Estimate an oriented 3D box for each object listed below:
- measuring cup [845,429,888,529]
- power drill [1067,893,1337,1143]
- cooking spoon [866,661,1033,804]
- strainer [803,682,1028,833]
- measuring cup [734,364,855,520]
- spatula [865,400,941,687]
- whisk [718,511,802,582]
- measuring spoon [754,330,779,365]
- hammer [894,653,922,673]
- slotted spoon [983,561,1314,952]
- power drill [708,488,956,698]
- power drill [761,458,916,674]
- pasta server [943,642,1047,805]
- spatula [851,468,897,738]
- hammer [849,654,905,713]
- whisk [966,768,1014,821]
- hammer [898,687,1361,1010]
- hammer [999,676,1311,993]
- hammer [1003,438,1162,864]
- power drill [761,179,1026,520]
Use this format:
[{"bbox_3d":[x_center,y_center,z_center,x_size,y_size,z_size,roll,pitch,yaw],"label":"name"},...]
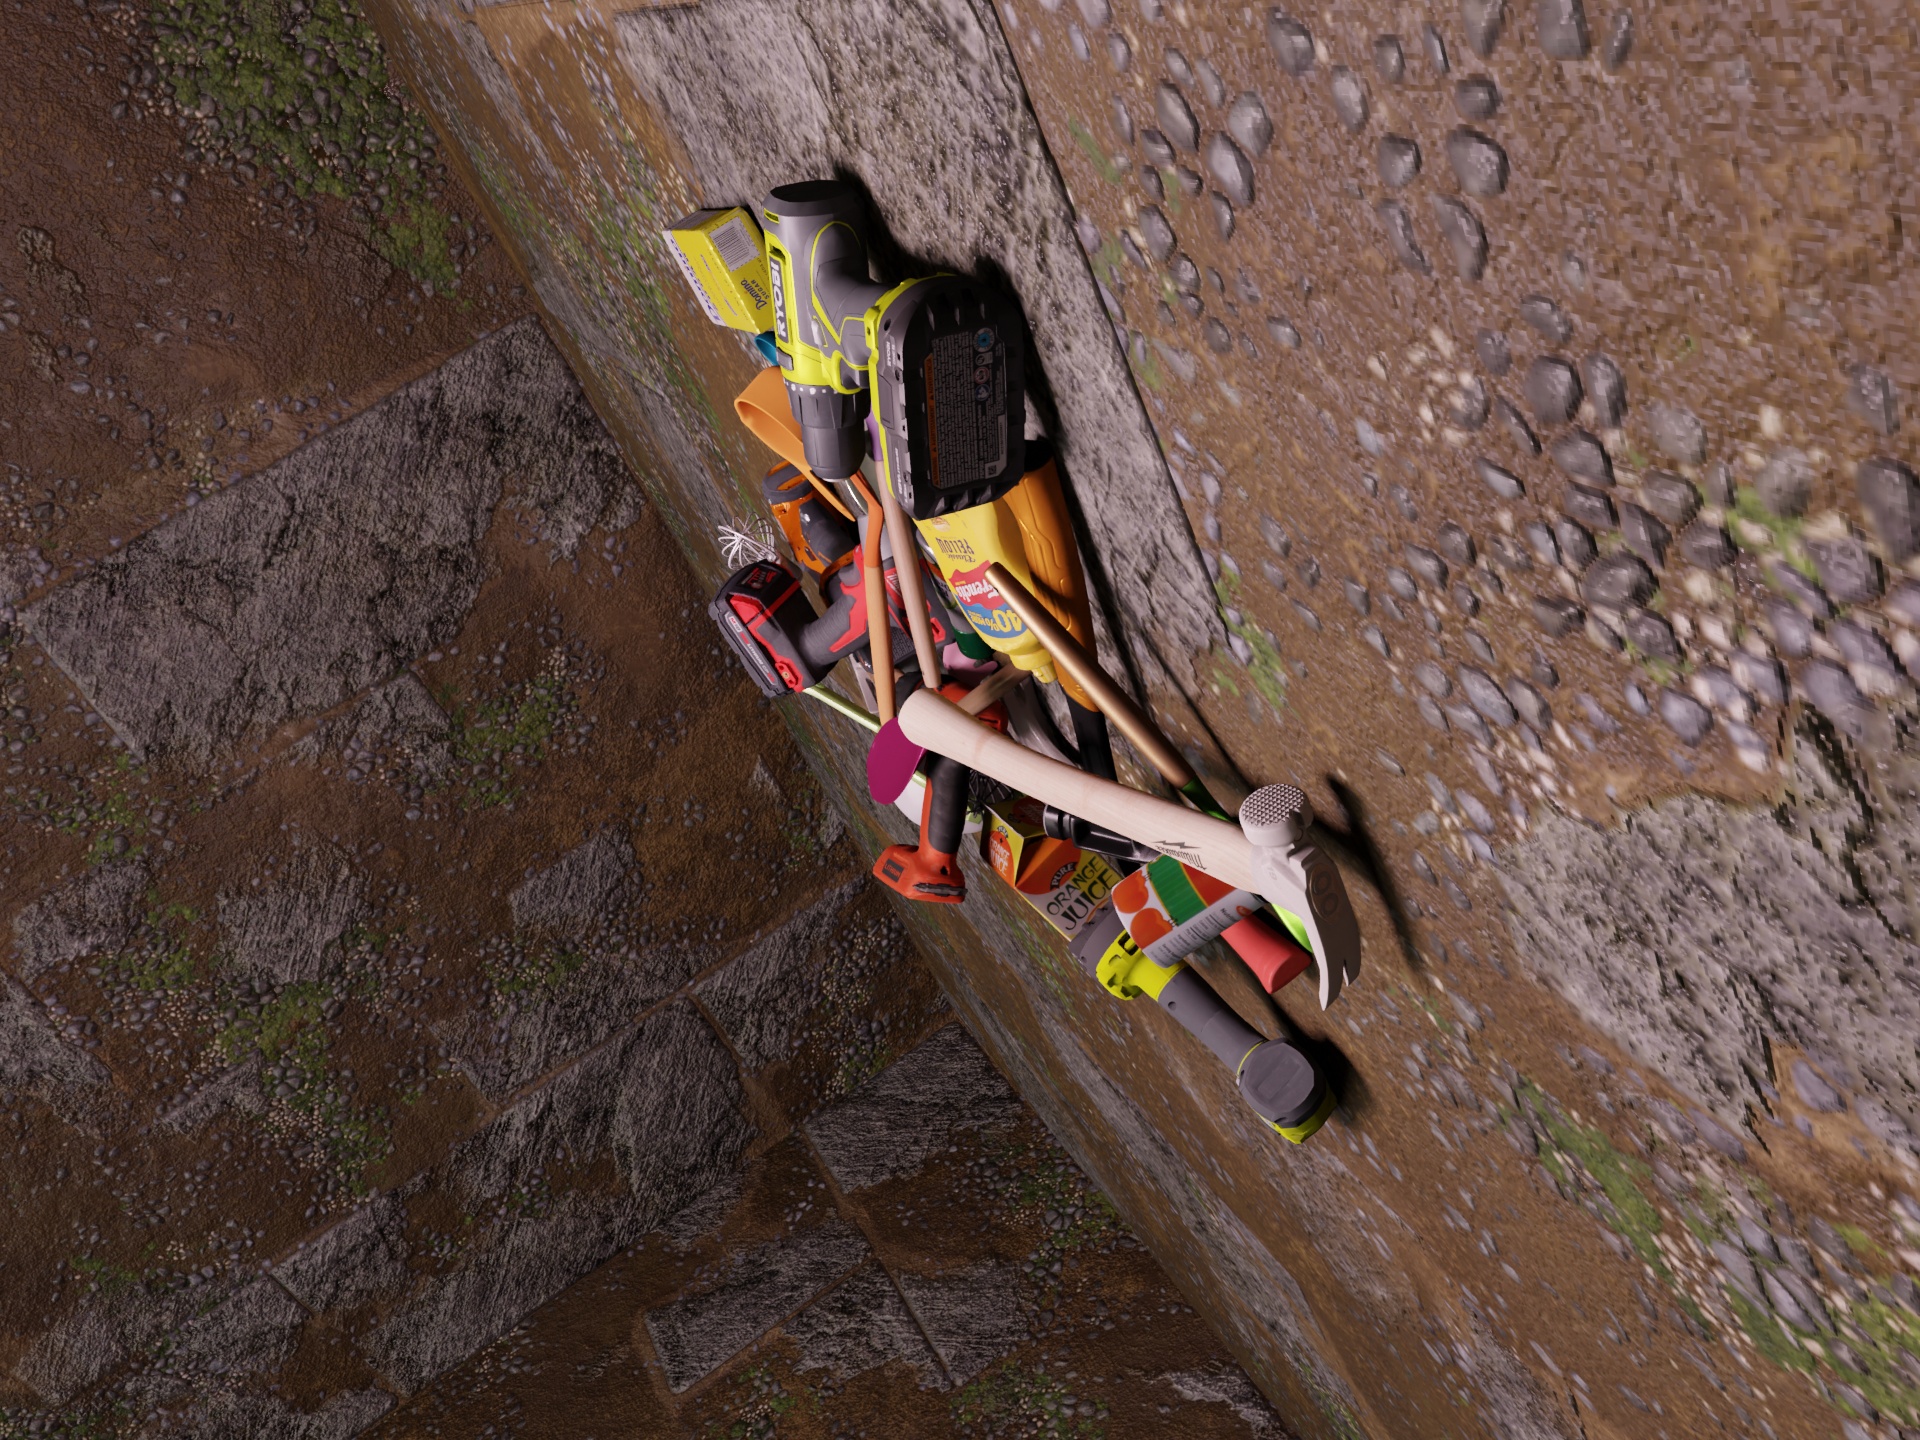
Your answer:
[{"bbox_3d":[-0.041,-0.195,1.212,0.083,0.038,0.167,61,157,-10],"label":"measuring cup"},{"bbox_3d":[0.198,0.238,1.255,0.223,0.080,0.171,42,176,27],"label":"power drill"},{"bbox_3d":[-0.002,-0.004,1.262,0.319,0.017,0.069,-36,58,53],"label":"cooking spoon"},{"bbox_3d":[-0.065,0.042,1.550,0.256,0.069,0.151,30,-162,15],"label":"strainer"},{"bbox_3d":[-0.125,-0.243,1.399,0.095,0.052,0.173,29,168,41],"label":"measuring cup"},{"bbox_3d":[-0.052,-0.171,1.183,0.060,0.018,0.315,-138,33,-64],"label":"spatula"},{"bbox_3d":[-0.190,-0.161,1.577,0.059,0.058,0.246,25,179,7],"label":"whisk"},{"bbox_3d":[-0.145,-0.304,1.405,0.042,0.021,0.128,35,170,25],"label":"measuring spoon"},{"bbox_3d":[0.036,0.068,1.646,0.335,0.035,0.146,52,168,24],"label":"hammer"},{"bbox_3d":[0.125,0.019,0.988,0.314,0.031,0.070,47,169,1],"label":"slotted spoon"},{"bbox_3d":[-0.104,-0.108,1.367,0.219,0.079,0.143,-17,114,37],"label":"power drill"},{"bbox_3d":[-0.109,-0.143,1.550,0.227,0.084,0.164,52,170,46],"label":"power drill"},{"bbox_3d":[0.066,0.044,1.463,0.316,0.040,0.060,57,170,-26],"label":"pasta server"},{"bbox_3d":[-0.077,-0.106,1.275,0.081,0.041,0.322,-117,17,-46],"label":"spatula"},{"bbox_3d":[-0.089,-0.055,1.677,0.331,0.031,0.130,-137,28,-76],"label":"hammer"},{"bbox_3d":[0.022,0.043,1.482,0.055,0.055,0.239,59,-172,-13],"label":"whisk"},{"bbox_3d":[0.088,0.057,1.035,0.411,0.038,0.146,23,144,52],"label":"hammer"},{"bbox_3d":[0.141,0.087,1.216,0.359,0.037,0.149,44,164,52],"label":"hammer"},{"bbox_3d":[0.083,-0.034,1.043,0.127,0.034,0.336,12,137,32],"label":"hammer"},{"bbox_3d":[-0.050,-0.210,0.968,0.229,0.080,0.190,44,145,49],"label":"power drill"}]
